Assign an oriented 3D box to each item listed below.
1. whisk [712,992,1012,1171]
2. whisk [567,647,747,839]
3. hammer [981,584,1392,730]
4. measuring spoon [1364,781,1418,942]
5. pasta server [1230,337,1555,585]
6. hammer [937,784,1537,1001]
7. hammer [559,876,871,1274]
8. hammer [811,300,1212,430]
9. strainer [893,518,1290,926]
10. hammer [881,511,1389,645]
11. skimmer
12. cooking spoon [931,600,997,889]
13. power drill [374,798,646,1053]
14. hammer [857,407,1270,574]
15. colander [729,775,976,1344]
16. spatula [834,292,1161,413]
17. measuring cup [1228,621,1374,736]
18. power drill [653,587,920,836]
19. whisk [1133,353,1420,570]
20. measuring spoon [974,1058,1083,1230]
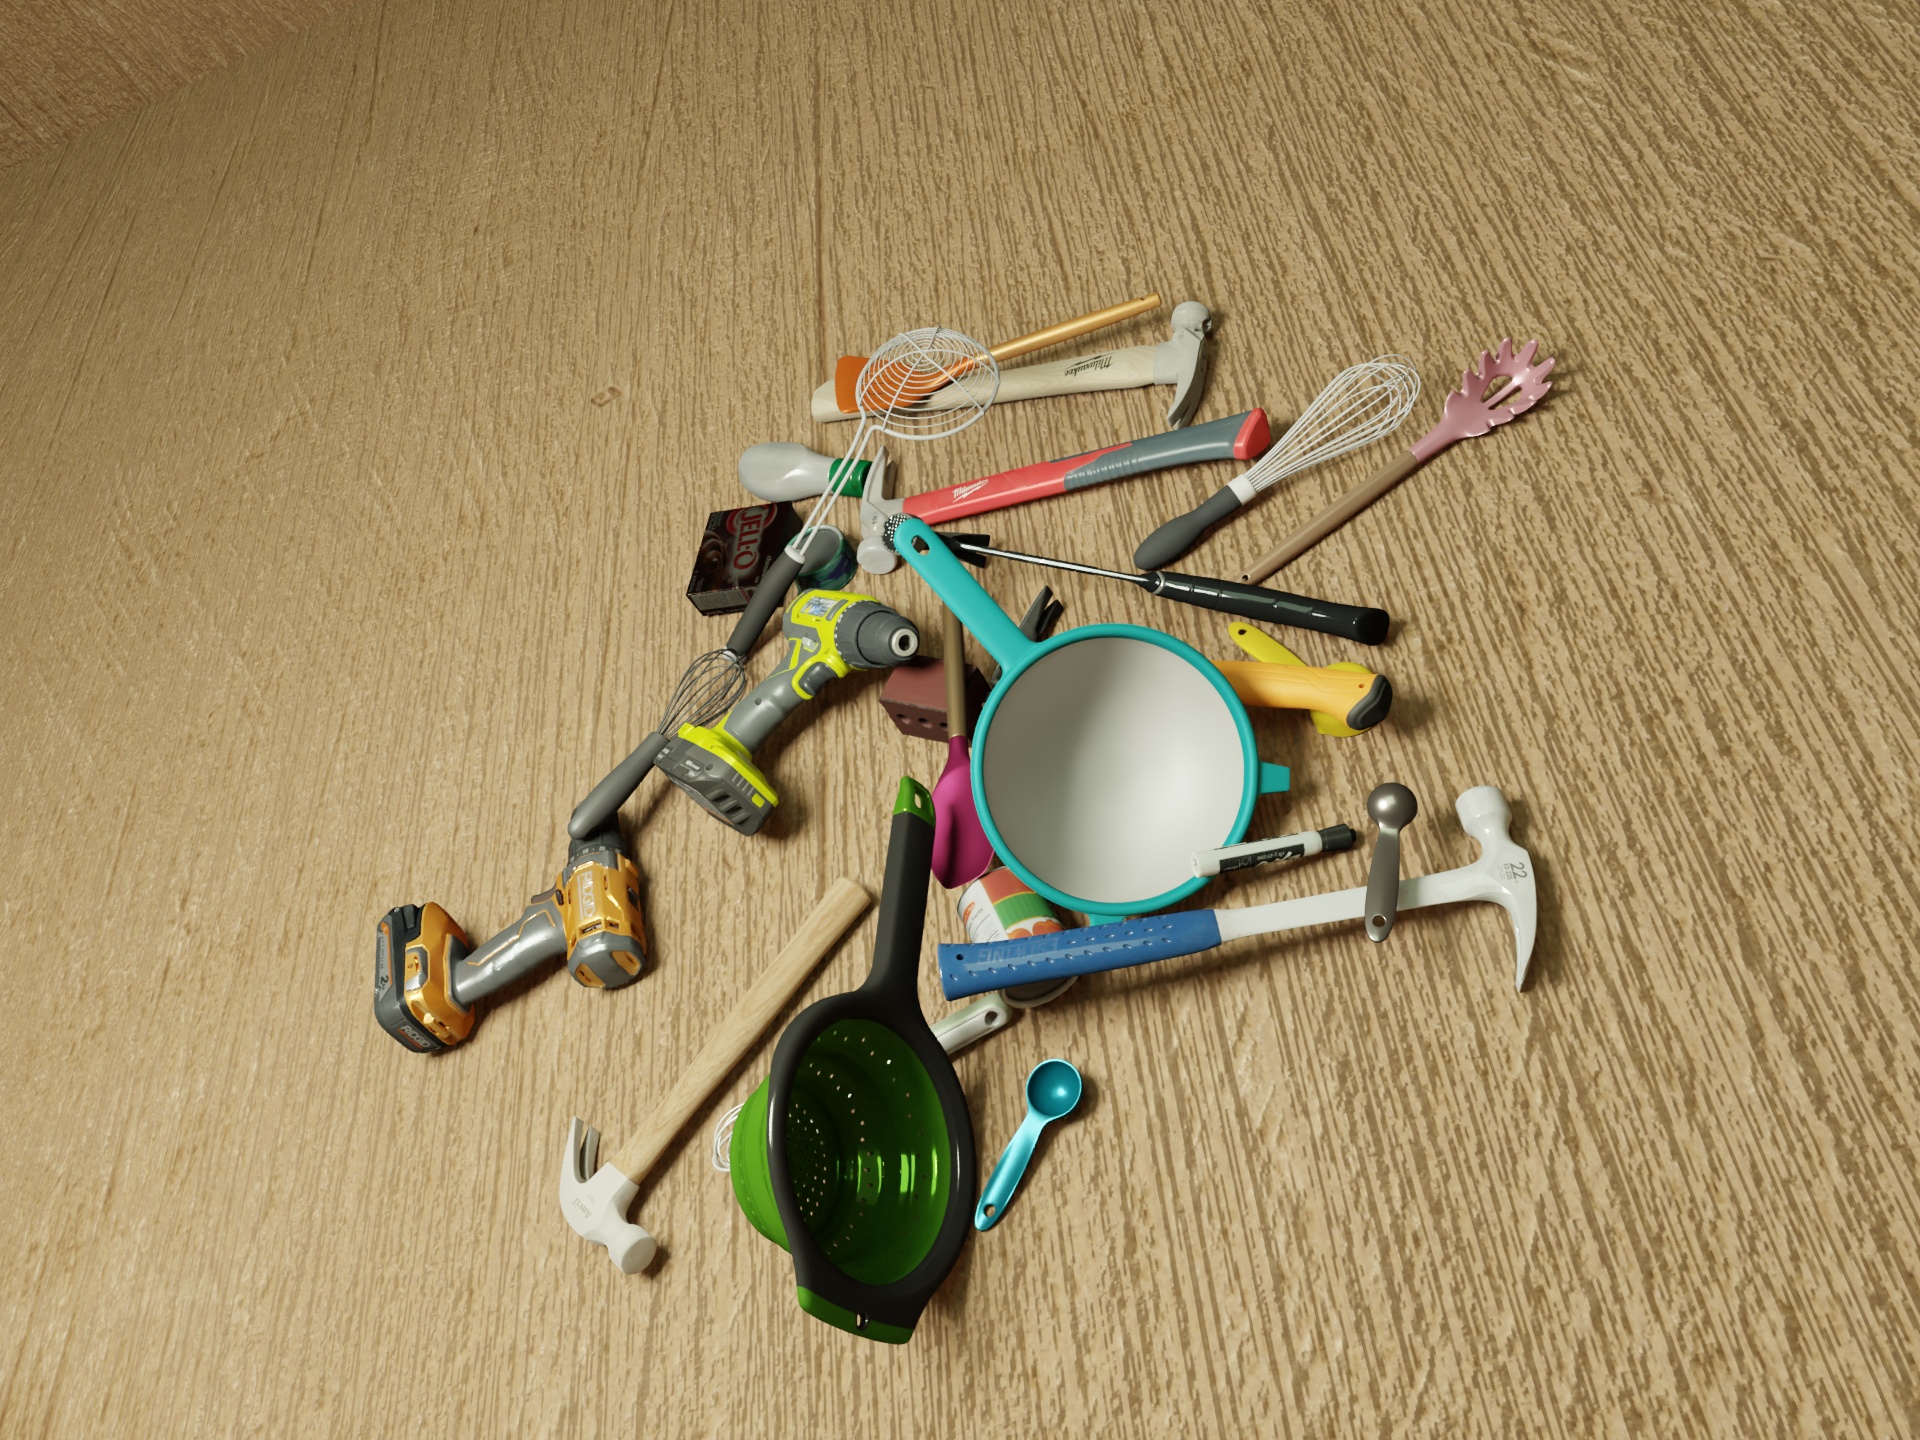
[{"bbox_3d":[-0.072,0.264,1.161,0.246,0.057,0.059,-28,18,-1],"label":"whisk"},{"bbox_3d":[-0.265,0.019,1.404,0.055,0.055,0.239,14,51,33],"label":"whisk"},{"bbox_3d":[0.177,-0.039,1.248,0.337,0.034,0.127,8,60,37],"label":"hammer"},{"bbox_3d":[0.285,0.091,1.064,0.034,0.018,0.124,6,56,16],"label":"measuring spoon"},{"bbox_3d":[0.350,-0.203,1.305,0.316,0.040,0.060,-36,74,-1],"label":"pasta server"},{"bbox_3d":[0.187,0.143,1.081,0.405,0.035,0.144,-10,52,4],"label":"hammer"},{"bbox_3d":[-0.184,0.254,1.226,0.130,0.031,0.331,22,66,43],"label":"hammer"},{"bbox_3d":[0.036,-0.318,1.546,0.411,0.038,0.146,-1,57,26],"label":"hammer"},{"bbox_3d":[0.065,-0.010,1.182,0.211,0.095,0.340,-41,89,-8],"label":"strainer"},{"bbox_3d":[0.144,-0.114,1.301,0.409,0.149,0.036,14,96,24],"label":"hammer"},{"bbox_3d":[-0.100,-0.196,1.447,0.127,0.090,0.363,46,113,29],"label":"skimmer"},{"bbox_3d":[-0.002,-0.004,1.270,0.069,0.017,0.319,-28,46,28],"label":"cooking spoon"},{"bbox_3d":[-0.380,0.169,1.361,0.226,0.084,0.186,-22,47,5],"label":"power drill"},{"bbox_3d":[0.088,-0.233,1.448,0.386,0.038,0.143,-11,51,21],"label":"hammer"},{"bbox_3d":[-0.078,0.222,1.105,0.094,0.204,0.397,-19,49,34],"label":"colander"},{"bbox_3d":[0.034,-0.358,1.524,0.322,0.041,0.081,-15,53,16],"label":"spatula"},{"bbox_3d":[0.261,-0.043,1.234,0.062,0.029,0.157,-42,51,-8],"label":"measuring cup"},{"bbox_3d":[-0.141,-0.016,1.349,0.228,0.080,0.191,-50,27,-13],"label":"power drill"},{"bbox_3d":[0.264,-0.215,1.344,0.284,0.070,0.070,-35,48,5],"label":"whisk"},{"bbox_3d":[0.047,0.296,1.102,0.042,0.021,0.128,22,77,35],"label":"measuring spoon"}]
